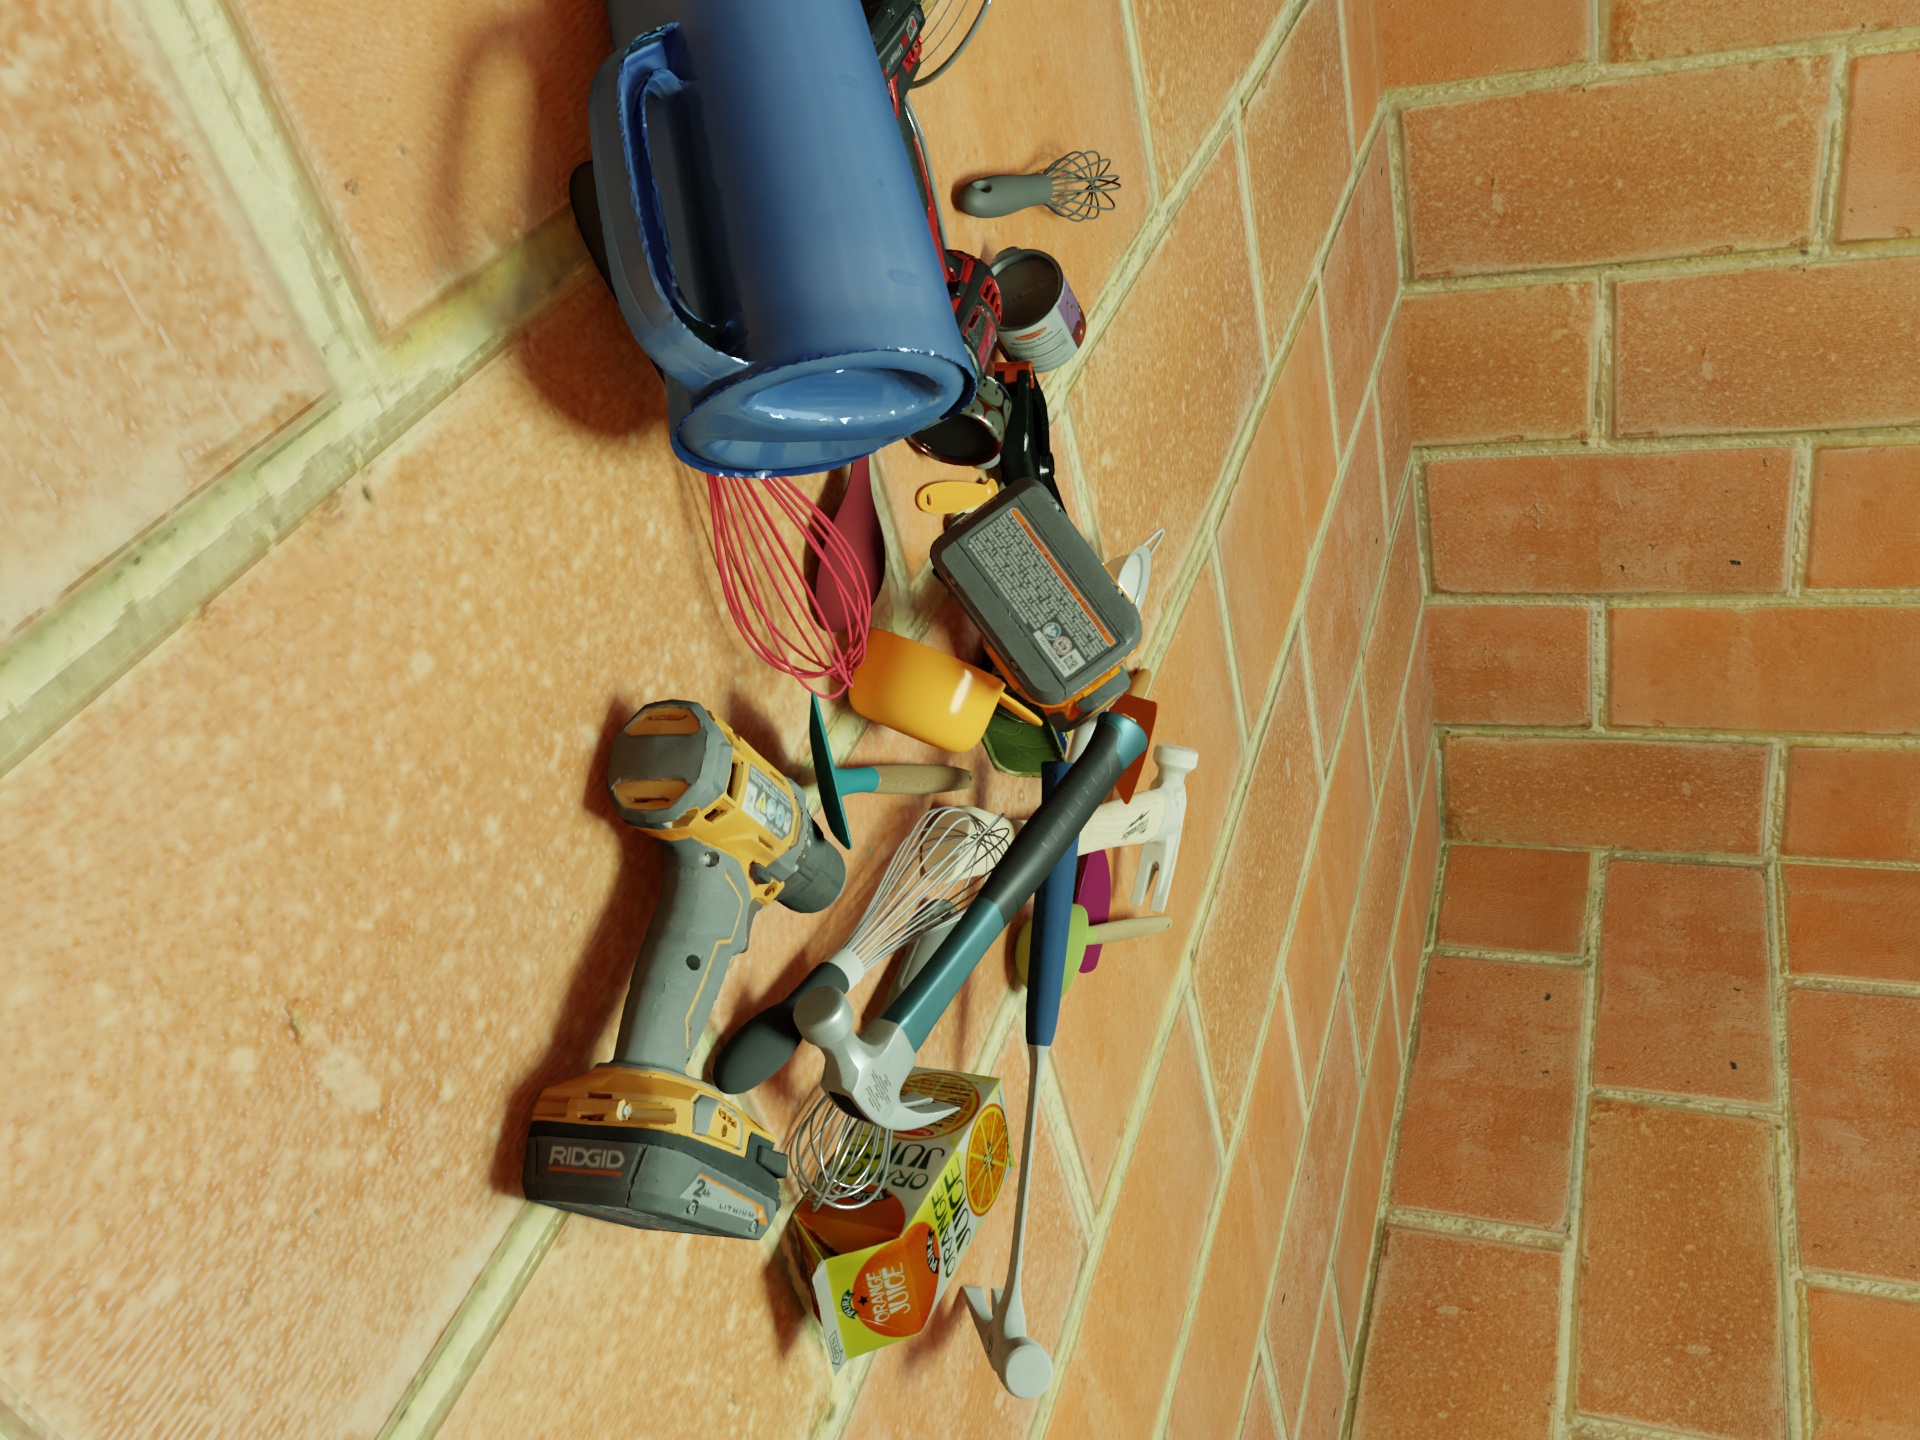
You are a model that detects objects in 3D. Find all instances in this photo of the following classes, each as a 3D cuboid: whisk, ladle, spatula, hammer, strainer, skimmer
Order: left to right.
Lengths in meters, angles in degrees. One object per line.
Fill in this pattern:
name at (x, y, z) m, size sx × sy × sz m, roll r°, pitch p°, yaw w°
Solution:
whisk at (-0.114, -0.130, 0.775) m, size 0.295 × 0.073 × 0.073 m, roll 66°, pitch 34°, yaw -33°
ladle at (-0.056, -0.208, 0.935) m, size 0.069 × 0.031 × 0.315 m, roll 19°, pitch 72°, yaw -69°
whisk at (-0.052, 0.129, 0.920) m, size 0.284 × 0.070 × 0.070 m, roll -40°, pitch 128°, yaw -49°
whisk at (-0.044, 0.195, 0.968) m, size 0.059 × 0.058 × 0.246 m, roll -62°, pitch -178°, yaw 41°
spatula at (-0.035, 0.034, 0.950) m, size 0.317 × 0.044 × 0.082 m, roll 5°, pitch 69°, yaw -72°
skimmer at (0.012, -0.328, 0.998) m, size 0.127 × 0.090 × 0.362 m, roll 52°, pitch -19°, yaw 49°
hammer at (0.024, 0.104, 0.945) m, size 0.331 × 0.033 × 0.128 m, roll -49°, pitch 132°, yaw -36°
hammer at (0.050, 0.231, 1.085) m, size 0.144 × 0.035 × 0.405 m, roll 157°, pitch -60°, yaw -78°
whisk at (0.059, -0.385, 1.160) m, size 0.239 × 0.055 × 0.055 m, roll -36°, pitch 124°, yaw -56°
hammer at (0.084, 0.097, 1.223) m, size 0.410 × 0.038 × 0.146 m, roll -2°, pitch 104°, yaw -61°
strainer at (0.113, -0.042, 1.297) m, size 0.086 × 0.050 × 0.258 m, roll 46°, pitch 57°, yaw -66°
ladle at (0.127, 0.181, 1.311) m, size 0.320 × 0.062 × 0.078 m, roll 7°, pitch 106°, yaw -63°
spatula at (0.148, -0.009, 1.319) m, size 0.322 × 0.041 × 0.081 m, roll -44°, pitch 150°, yaw -74°

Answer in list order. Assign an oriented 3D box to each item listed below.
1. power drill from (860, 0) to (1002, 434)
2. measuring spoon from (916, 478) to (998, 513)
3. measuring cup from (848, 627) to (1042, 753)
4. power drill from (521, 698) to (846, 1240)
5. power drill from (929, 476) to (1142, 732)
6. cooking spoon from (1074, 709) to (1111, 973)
power drill at (-0.040, -0.268, 0.862) m, size 0.143 × 0.078 × 0.219 m, roll -72°, pitch 149°, yaw -43°
measuring spoon at (-0.003, -0.152, 1.081) m, size 0.117 × 0.011 × 0.021 m, roll -21°, pitch 107°, yaw -61°
measuring cup at (-0.002, -0.003, 0.977) m, size 0.173 × 0.095 × 0.052 m, roll 30°, pitch 83°, yaw -54°
power drill at (-0.116, 0.126, 0.761) m, size 0.185 × 0.084 × 0.226 m, roll 51°, pitch 42°, yaw -59°
power drill at (0.040, -0.077, 0.986) m, size 0.164 × 0.084 × 0.226 m, roll 54°, pitch 0°, yaw 5°
cooking spoon at (0.112, 0.053, 1.342) m, size 0.068 × 0.017 × 0.319 m, roll 4°, pitch 89°, yaw -61°
